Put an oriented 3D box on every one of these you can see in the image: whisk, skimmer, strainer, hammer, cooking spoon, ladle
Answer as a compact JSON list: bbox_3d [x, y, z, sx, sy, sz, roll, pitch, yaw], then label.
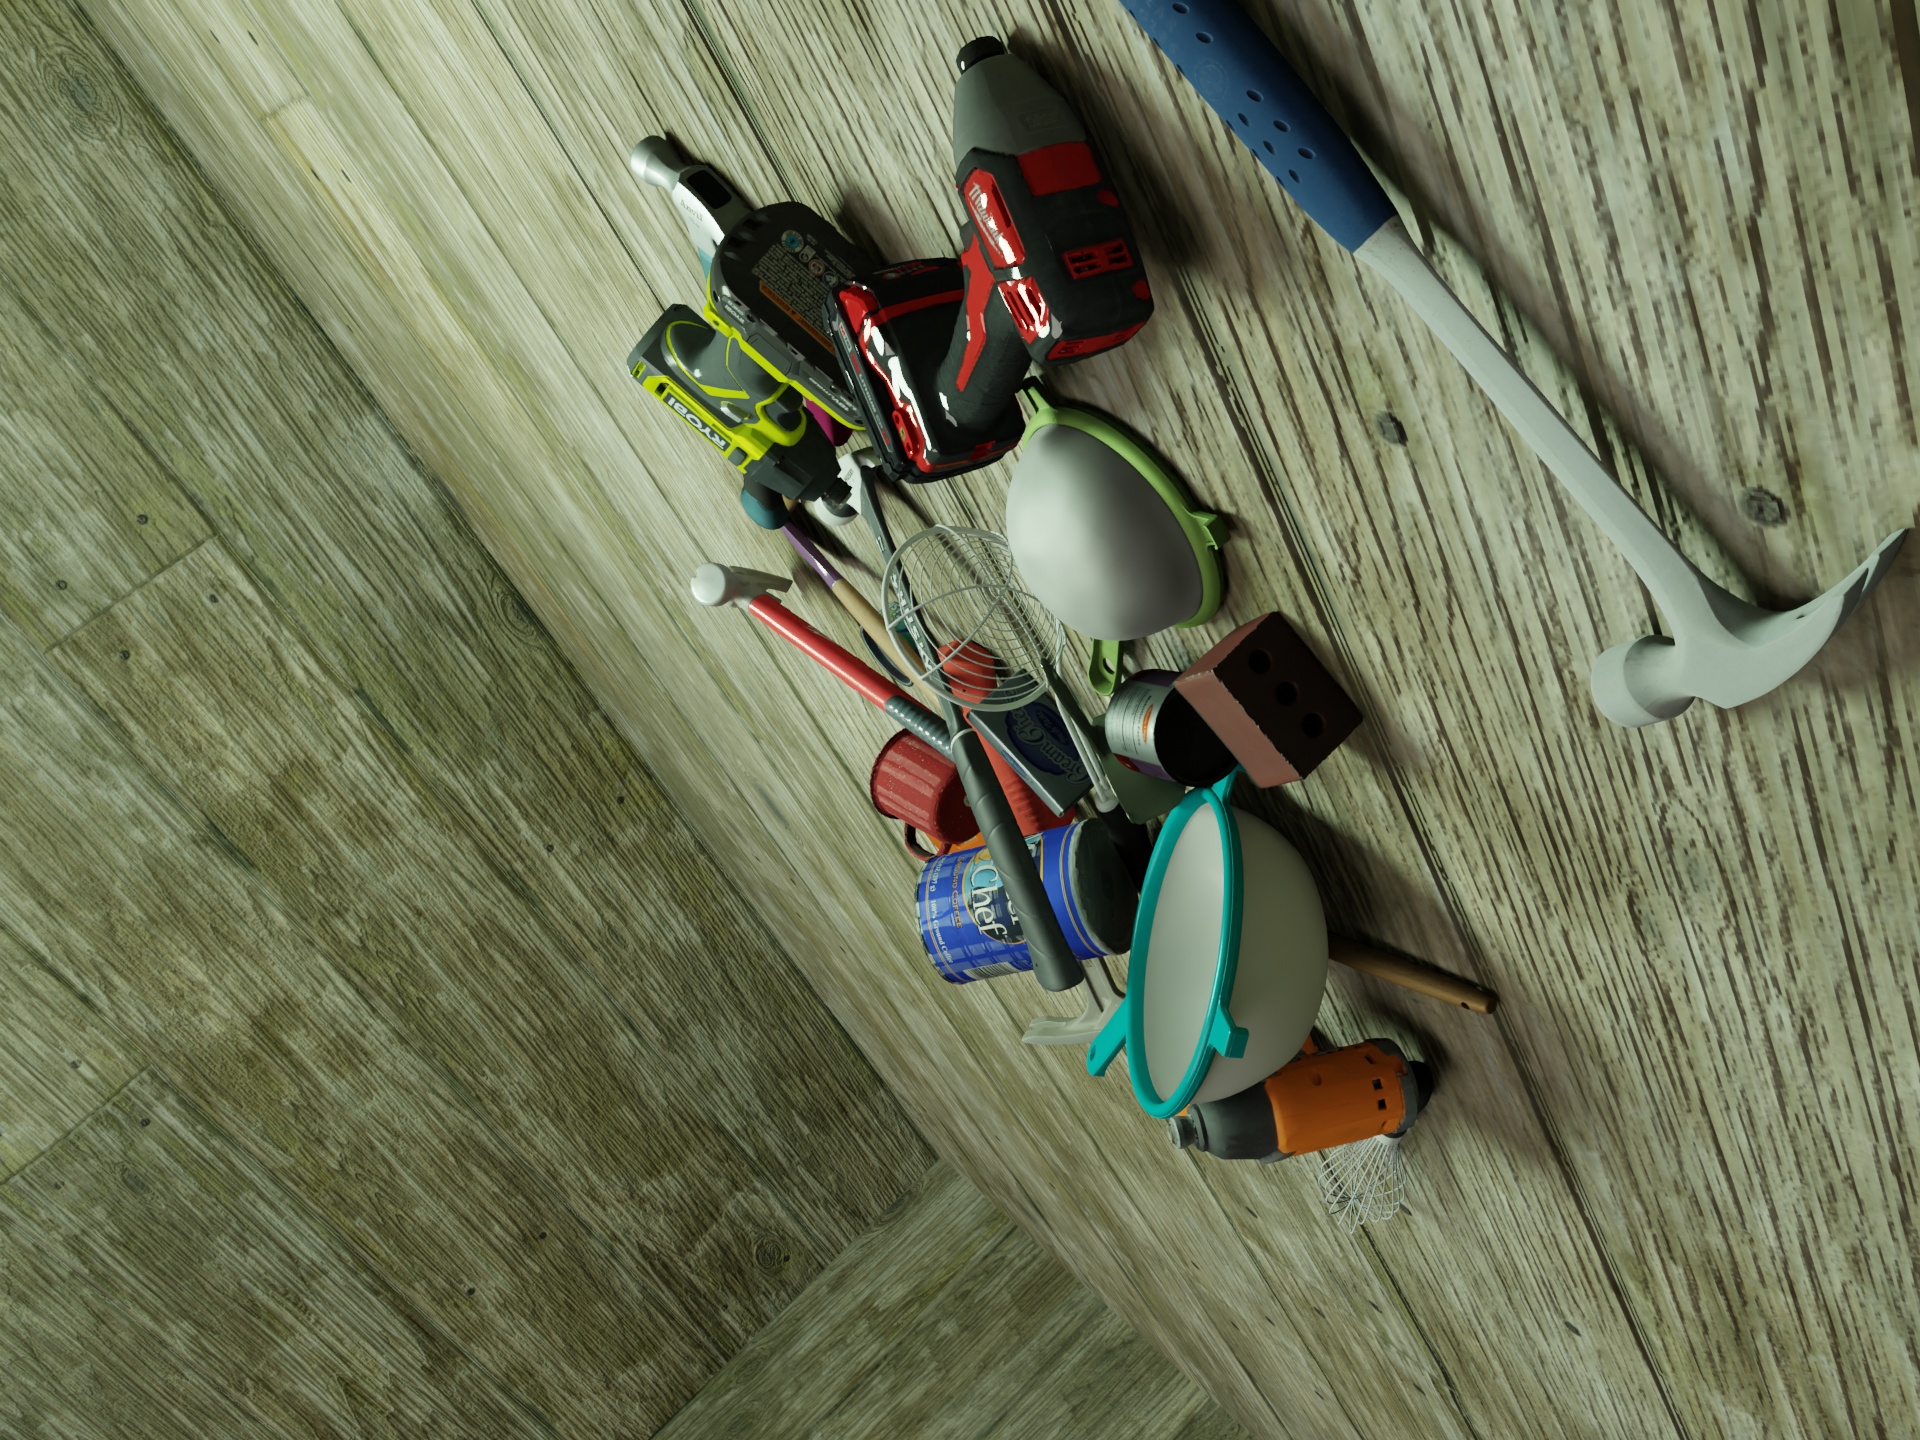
[{"bbox_3d":[0.315,0.315,1.189,0.070,0.070,0.284,41,156,26],"label":"whisk"},{"bbox_3d":[0.057,0.014,1.094,0.090,0.127,0.362,3,143,28],"label":"skimmer"},{"bbox_3d":[0.167,0.184,1.069,0.095,0.211,0.340,10,149,-6],"label":"strainer"},{"bbox_3d":[-0.160,-0.254,1.146,0.128,0.033,0.330,42,158,23],"label":"hammer"},{"bbox_3d":[-0.111,-0.205,1.184,0.069,0.017,0.319,65,164,3],"label":"cooking spoon"},{"bbox_3d":[0.233,0.145,1.069,0.316,0.031,0.069,16,141,58],"label":"ladle"},{"bbox_3d":[-0.057,-0.021,1.376,0.386,0.038,0.143,36,-167,19],"label":"hammer"},{"bbox_3d":[0.072,-0.070,0.927,0.152,0.069,0.256,42,160,22],"label":"strainer"},{"bbox_3d":[0.053,0.103,1.270,0.149,0.037,0.359,-14,110,30],"label":"hammer"},{"bbox_3d":[-0.002,-0.004,1.119,0.409,0.036,0.149,68,160,4],"label":"hammer"},{"bbox_3d":[0.157,-0.167,0.561,0.405,0.035,0.144,49,164,0],"label":"hammer"}]

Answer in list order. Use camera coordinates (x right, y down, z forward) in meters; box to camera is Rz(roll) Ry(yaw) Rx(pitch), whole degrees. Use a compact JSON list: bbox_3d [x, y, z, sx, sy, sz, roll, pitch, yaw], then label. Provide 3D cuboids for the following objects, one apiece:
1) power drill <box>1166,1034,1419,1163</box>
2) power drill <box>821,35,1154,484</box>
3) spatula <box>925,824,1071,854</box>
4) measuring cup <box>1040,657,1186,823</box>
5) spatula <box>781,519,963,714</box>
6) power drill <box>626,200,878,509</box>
[{"bbox_3d":[0.208,0.266,1.131,0.226,0.164,0.084,129,130,-80],"label":"power drill"},{"bbox_3d":[0.008,-0.209,0.756,0.143,0.078,0.219,68,159,4],"label":"power drill"},{"bbox_3d":[0.045,0.103,1.426,0.081,0.041,0.323,51,162,-14],"label":"spatula"},{"bbox_3d":[0.098,0.003,0.996,0.167,0.038,0.083,49,-156,-47],"label":"measuring cup"},{"bbox_3d":[-0.085,-0.096,1.275,0.316,0.018,0.059,48,-177,39],"label":"spatula"},{"bbox_3d":[-0.110,-0.215,0.997,0.171,0.080,0.223,40,160,-13],"label":"power drill"}]
